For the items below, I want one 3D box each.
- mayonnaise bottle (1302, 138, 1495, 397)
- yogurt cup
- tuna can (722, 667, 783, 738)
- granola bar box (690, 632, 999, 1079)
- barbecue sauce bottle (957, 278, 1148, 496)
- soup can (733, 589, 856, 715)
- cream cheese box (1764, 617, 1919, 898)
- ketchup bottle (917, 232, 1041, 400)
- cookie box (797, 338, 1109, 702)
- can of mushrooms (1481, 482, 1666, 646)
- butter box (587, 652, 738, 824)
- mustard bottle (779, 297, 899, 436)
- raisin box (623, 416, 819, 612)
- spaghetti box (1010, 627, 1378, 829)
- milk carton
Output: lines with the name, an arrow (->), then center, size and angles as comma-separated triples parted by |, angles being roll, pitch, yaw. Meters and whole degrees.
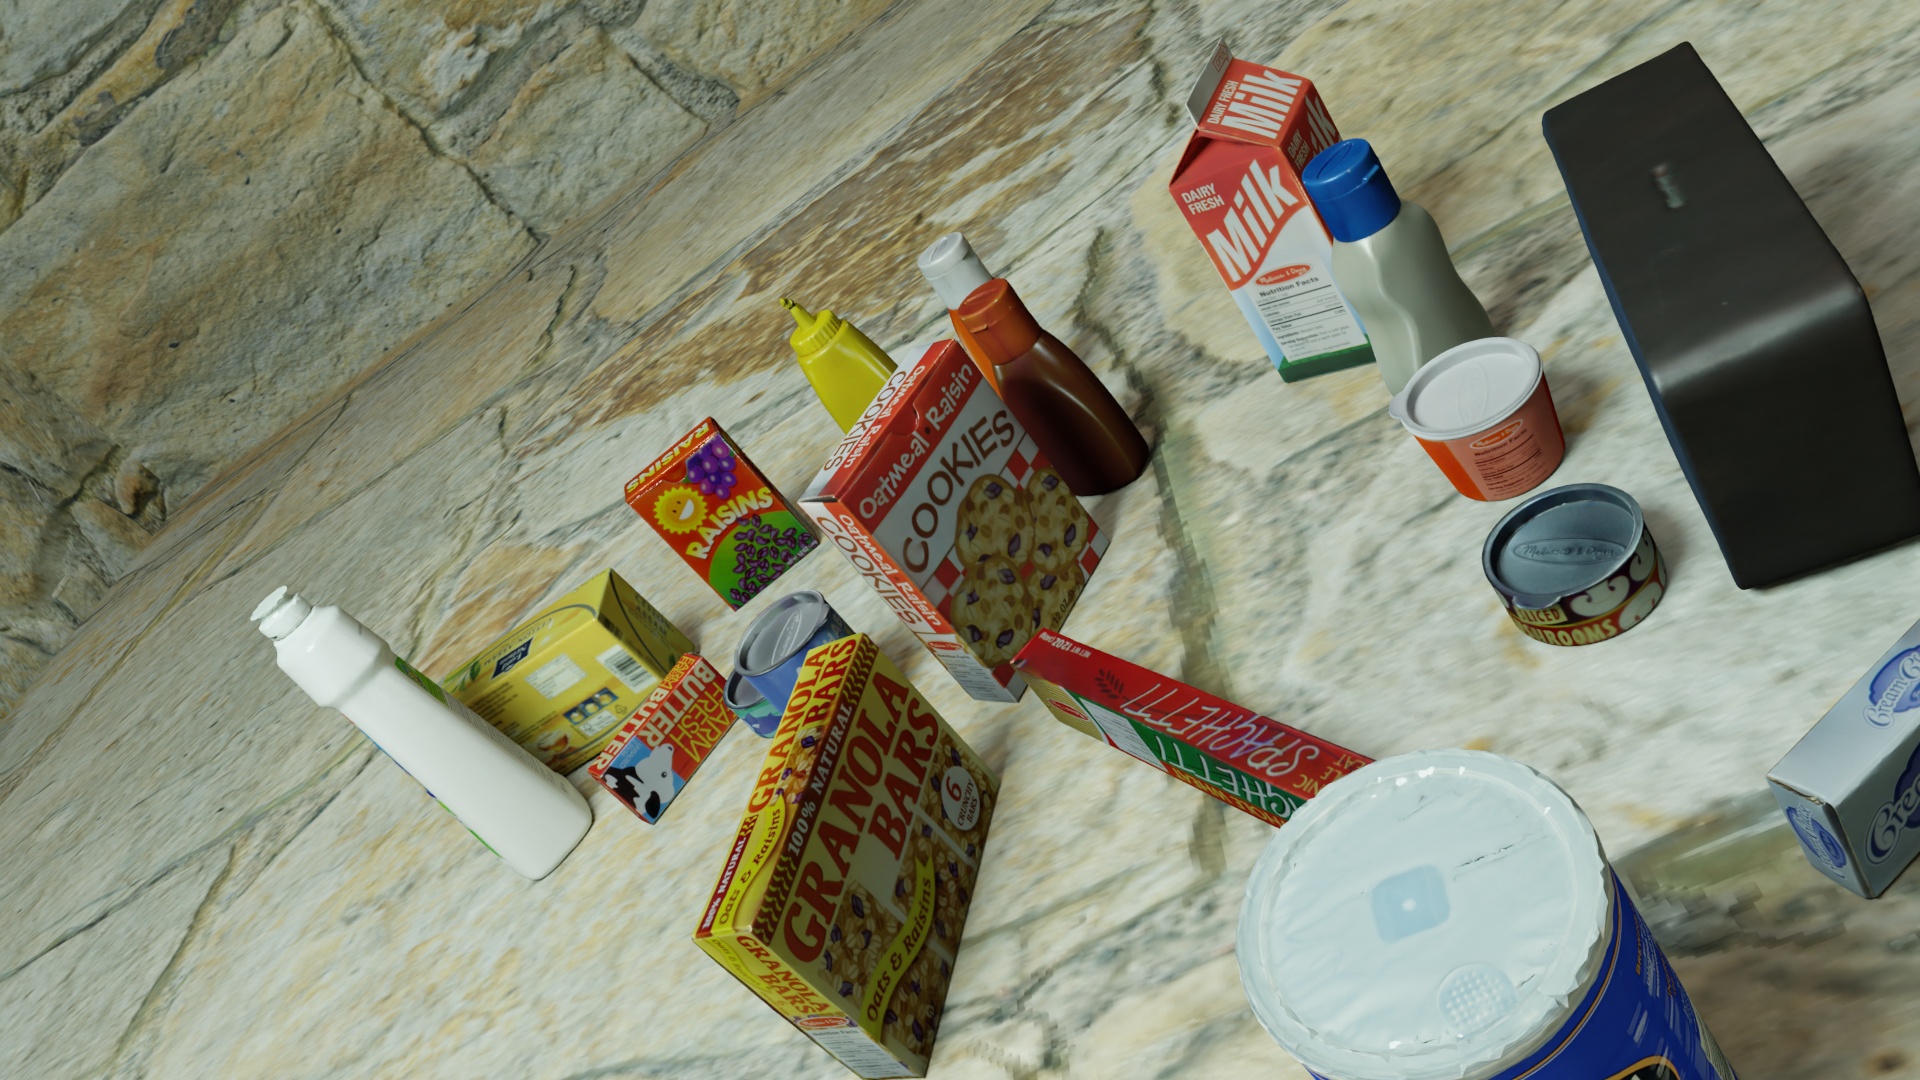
mayonnaise bottle -> 0.224, -0.137, 0.716 | 0.065, 0.147, 0.041 | -49, 30, -16
yogurt cup -> 0.253, -0.056, 0.666 | 0.072, 0.053, 0.073 | -29, 30, 19
tuna can -> -0.117, 0.093, 0.903 | 0.071, 0.032, 0.071 | -29, 31, 19
granola bar box -> -0.046, 0.146, 0.653 | 0.039, 0.124, 0.166 | -19, 34, 32
barbecue sauce bottle -> 0.053, -0.092, 0.849 | 0.064, 0.148, 0.044 | -12, 39, 41
soup can -> -0.081, 0.080, 0.828 | 0.071, 0.083, 0.072 | -29, 30, 19
cream cheese box -> 0.307, 0.060, 0.441 | 0.104, 0.053, 0.024 | -43, 29, -6
ketchup bottle -> 0.026, -0.142, 0.949 | 0.043, 0.148, 0.065 | -18, 35, 34
cookie box -> 0.003, -0.010, 0.771 | 0.040, 0.167, 0.123 | -3, 45, 47
can of mushrooms -> 0.258, 0.012, 0.586 | 0.071, 0.033, 0.071 | -29, 31, 19
butter box -> -0.192, 0.129, 0.917 | 0.024, 0.053, 0.104 | 4, 51, 52
mustard bottle -> -0.081, -0.124, 1.036 | 0.065, 0.160, 0.049 | -33, 29, 12
raisin box -> -0.178, -0.019, 1.037 | 0.086, 0.123, 0.040 | -38, 29, 2
spaghetti box -> 0.111, 0.092, 0.625 | 0.029, 0.050, 0.250 | -48, 30, -15
milk carton -> 0.183, -0.189, 0.792 | 0.073, 0.190, 0.073 | -11, 39, 41
